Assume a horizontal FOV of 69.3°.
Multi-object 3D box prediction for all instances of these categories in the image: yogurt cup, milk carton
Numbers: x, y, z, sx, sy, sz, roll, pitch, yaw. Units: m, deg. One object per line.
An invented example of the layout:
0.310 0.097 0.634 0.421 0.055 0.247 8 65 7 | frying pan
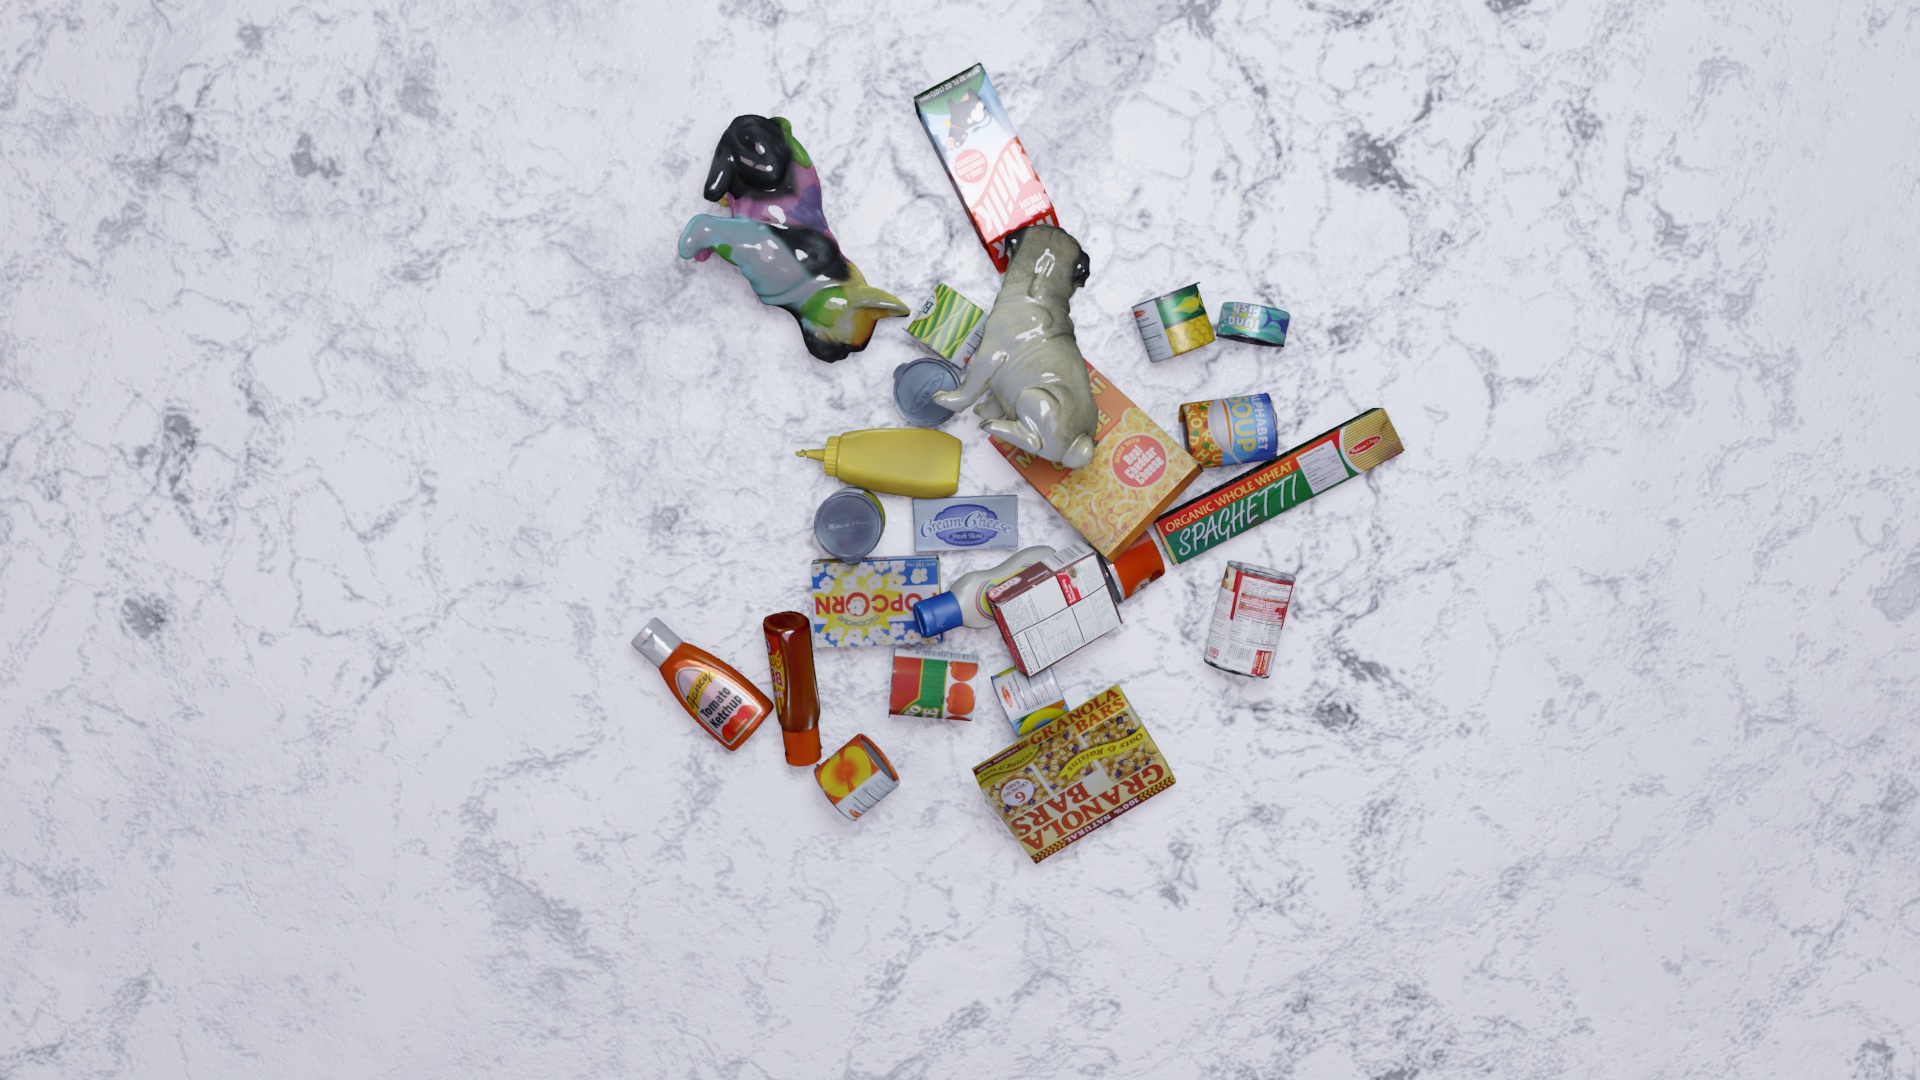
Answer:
0.163 0.020 1.349 0.054 0.072 0.072 -26 96 -5 | yogurt cup
0.031 -0.340 1.305 0.072 0.073 0.190 -26 96 3 | milk carton

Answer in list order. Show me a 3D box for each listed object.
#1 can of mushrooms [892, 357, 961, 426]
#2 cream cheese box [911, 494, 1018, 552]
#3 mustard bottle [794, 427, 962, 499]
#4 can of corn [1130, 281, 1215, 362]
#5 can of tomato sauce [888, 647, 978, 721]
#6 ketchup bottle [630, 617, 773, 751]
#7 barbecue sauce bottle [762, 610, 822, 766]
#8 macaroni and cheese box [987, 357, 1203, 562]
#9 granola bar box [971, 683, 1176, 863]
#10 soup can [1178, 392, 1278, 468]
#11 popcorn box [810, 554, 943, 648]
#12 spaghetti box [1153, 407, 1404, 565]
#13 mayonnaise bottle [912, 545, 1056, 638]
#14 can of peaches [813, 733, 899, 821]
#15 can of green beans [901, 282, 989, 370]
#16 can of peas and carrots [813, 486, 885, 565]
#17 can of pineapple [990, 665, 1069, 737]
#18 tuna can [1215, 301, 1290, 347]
-0.033 -0.146 1.345 0.071 0.033 0.071 0 97 0 | can of mushrooms
0.005 -0.017 1.364 0.104 0.024 0.053 -2 96 0 | cream cheese box
-0.080 -0.078 1.342 0.160 0.048 0.065 6 69 2 | mustard bottle
0.205 -0.208 1.323 0.071 0.071 0.058 -20 97 2 | can of corn
-0.027 0.143 1.359 0.083 0.071 0.071 5 96 -1 | can of tomato sauce
-0.258 0.138 1.370 0.149 0.043 0.064 42 95 -4 | ketchup bottle
-0.162 0.147 1.364 0.044 0.065 0.148 -11 106 -21 | barbecue sauce bottle
0.127 -0.080 1.319 0.123 0.040 0.167 -45 70 3 | macaroni and cheese box
0.113 0.230 1.357 0.165 0.039 0.123 -31 123 3 | granola bar box
0.256 -0.105 1.331 0.084 0.071 0.071 -7 96 1 | soup can
-0.082 0.060 1.364 0.127 0.038 0.085 -2 97 0 | popcorn box
0.308 -0.053 1.358 0.250 0.029 0.050 -27 96 3 | spaghetti box
0.028 0.054 1.341 0.148 0.041 0.064 -19 102 -18 | mayonnaise bottle
-0.103 0.231 1.370 0.058 0.071 0.071 -39 95 4 | can of peaches
-0.009 -0.204 1.323 0.071 0.071 0.058 35 95 -4 | can of green beans
-0.106 -0.015 1.346 0.071 0.059 0.071 0 97 0 | can of peas and carrots
0.069 0.152 1.362 0.058 0.071 0.071 -24 96 2 | can of pineapple
0.277 -0.206 1.321 0.071 0.071 0.032 10 95 -1 | tuna can
